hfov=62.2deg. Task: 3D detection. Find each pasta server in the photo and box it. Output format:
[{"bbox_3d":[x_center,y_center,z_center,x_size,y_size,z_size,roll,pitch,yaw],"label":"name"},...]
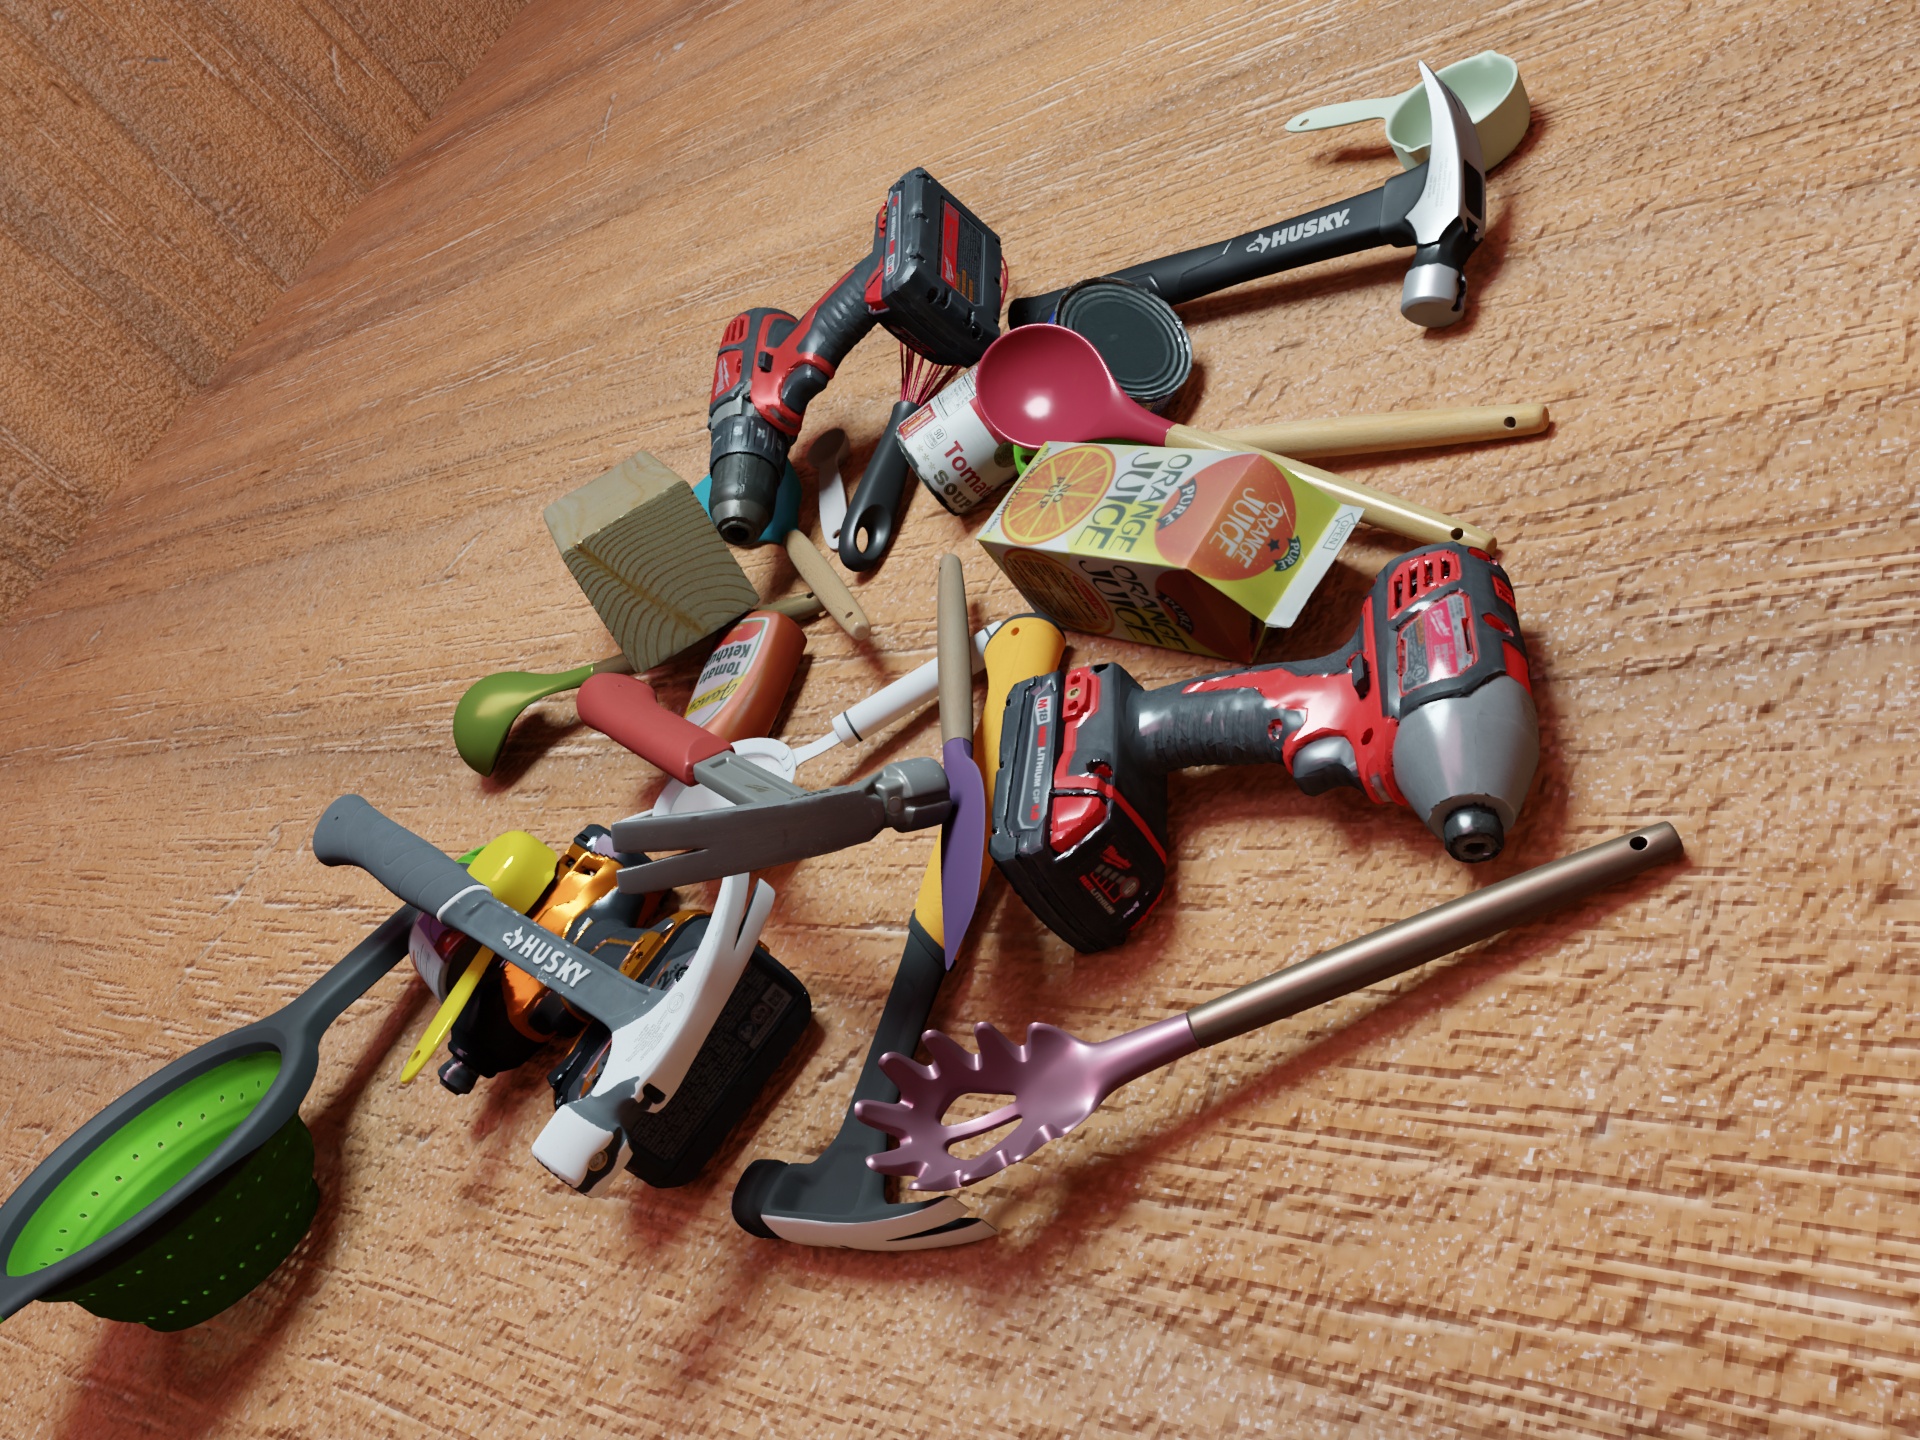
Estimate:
[{"bbox_3d":[0.110,0.102,0.587,0.316,0.040,0.060,-25,56,12],"label":"pasta server"}]

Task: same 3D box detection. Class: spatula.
[{"bbox_3d":[-0.111,-0.116,1.034,0.082,0.044,0.318,-39,29,0],"label":"spatula"},{"bbox_3d":[-0.001,-0.002,0.779,0.316,0.018,0.059,-93,20,-56],"label":"spatula"}]

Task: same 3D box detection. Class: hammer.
[{"bbox_3d":[-0.148,0.018,0.814,0.149,0.036,0.359,-10,13,-26],"label":"hammer"},{"bbox_3d":[0.153,-0.274,0.941,0.335,0.035,0.146,-3,72,47],"label":"hammer"},{"bbox_3d":[0.000,0.082,0.746,0.127,0.034,0.337,-11,46,38],"label":"hammer"},{"bbox_3d":[-0.241,0.094,0.807,0.409,0.036,0.149,16,65,48],"label":"hammer"}]

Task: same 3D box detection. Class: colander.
[{"bbox_3d":[-0.390,0.224,0.945,0.204,0.094,0.397,-7,31,45],"label":"colander"}]

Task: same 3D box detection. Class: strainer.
[{"bbox_3d":[-0.068,0.011,0.873,0.258,0.050,0.087,-31,35,4],"label":"strainer"}]

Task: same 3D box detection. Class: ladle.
[{"bbox_3d":[-0.216,-0.031,1.074,0.320,0.062,0.078,-16,40,23],"label":"ladle"},{"bbox_3d":[0.127,-0.137,0.800,0.316,0.031,0.069,29,100,39],"label":"ladle"}]

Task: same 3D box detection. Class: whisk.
[{"bbox_3d":[-0.028,-0.221,1.067,0.073,0.073,0.296,-7,54,39],"label":"whisk"}]

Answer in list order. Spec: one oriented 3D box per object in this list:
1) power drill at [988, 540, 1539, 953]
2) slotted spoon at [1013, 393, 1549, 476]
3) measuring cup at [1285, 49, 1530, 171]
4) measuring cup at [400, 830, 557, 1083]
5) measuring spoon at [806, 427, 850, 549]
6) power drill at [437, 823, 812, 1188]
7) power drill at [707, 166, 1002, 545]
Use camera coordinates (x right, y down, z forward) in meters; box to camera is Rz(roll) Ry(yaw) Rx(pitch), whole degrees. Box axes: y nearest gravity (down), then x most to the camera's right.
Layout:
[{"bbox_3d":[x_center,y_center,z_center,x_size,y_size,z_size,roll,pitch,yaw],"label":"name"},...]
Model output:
[{"bbox_3d":[0.126,0.017,0.659,0.219,0.078,0.143,-19,42,26],"label":"power drill"},{"bbox_3d":[0.148,-0.146,0.830,0.314,0.070,0.031,3,21,39],"label":"slotted spoon"},{"bbox_3d":[0.259,-0.347,0.937,0.083,0.038,0.168,-52,34,-12],"label":"measuring cup"},{"bbox_3d":[-0.266,0.121,0.849,0.062,0.029,0.157,-23,32,37],"label":"measuring cup"},{"bbox_3d":[-0.085,-0.156,1.095,0.034,0.018,0.124,-28,45,20],"label":"measuring spoon"},{"bbox_3d":[-0.187,0.151,0.818,0.164,0.084,0.227,-53,32,-13],"label":"power drill"},{"bbox_3d":[-0.082,-0.226,1.024,0.226,0.080,0.188,-26,47,36],"label":"power drill"}]
